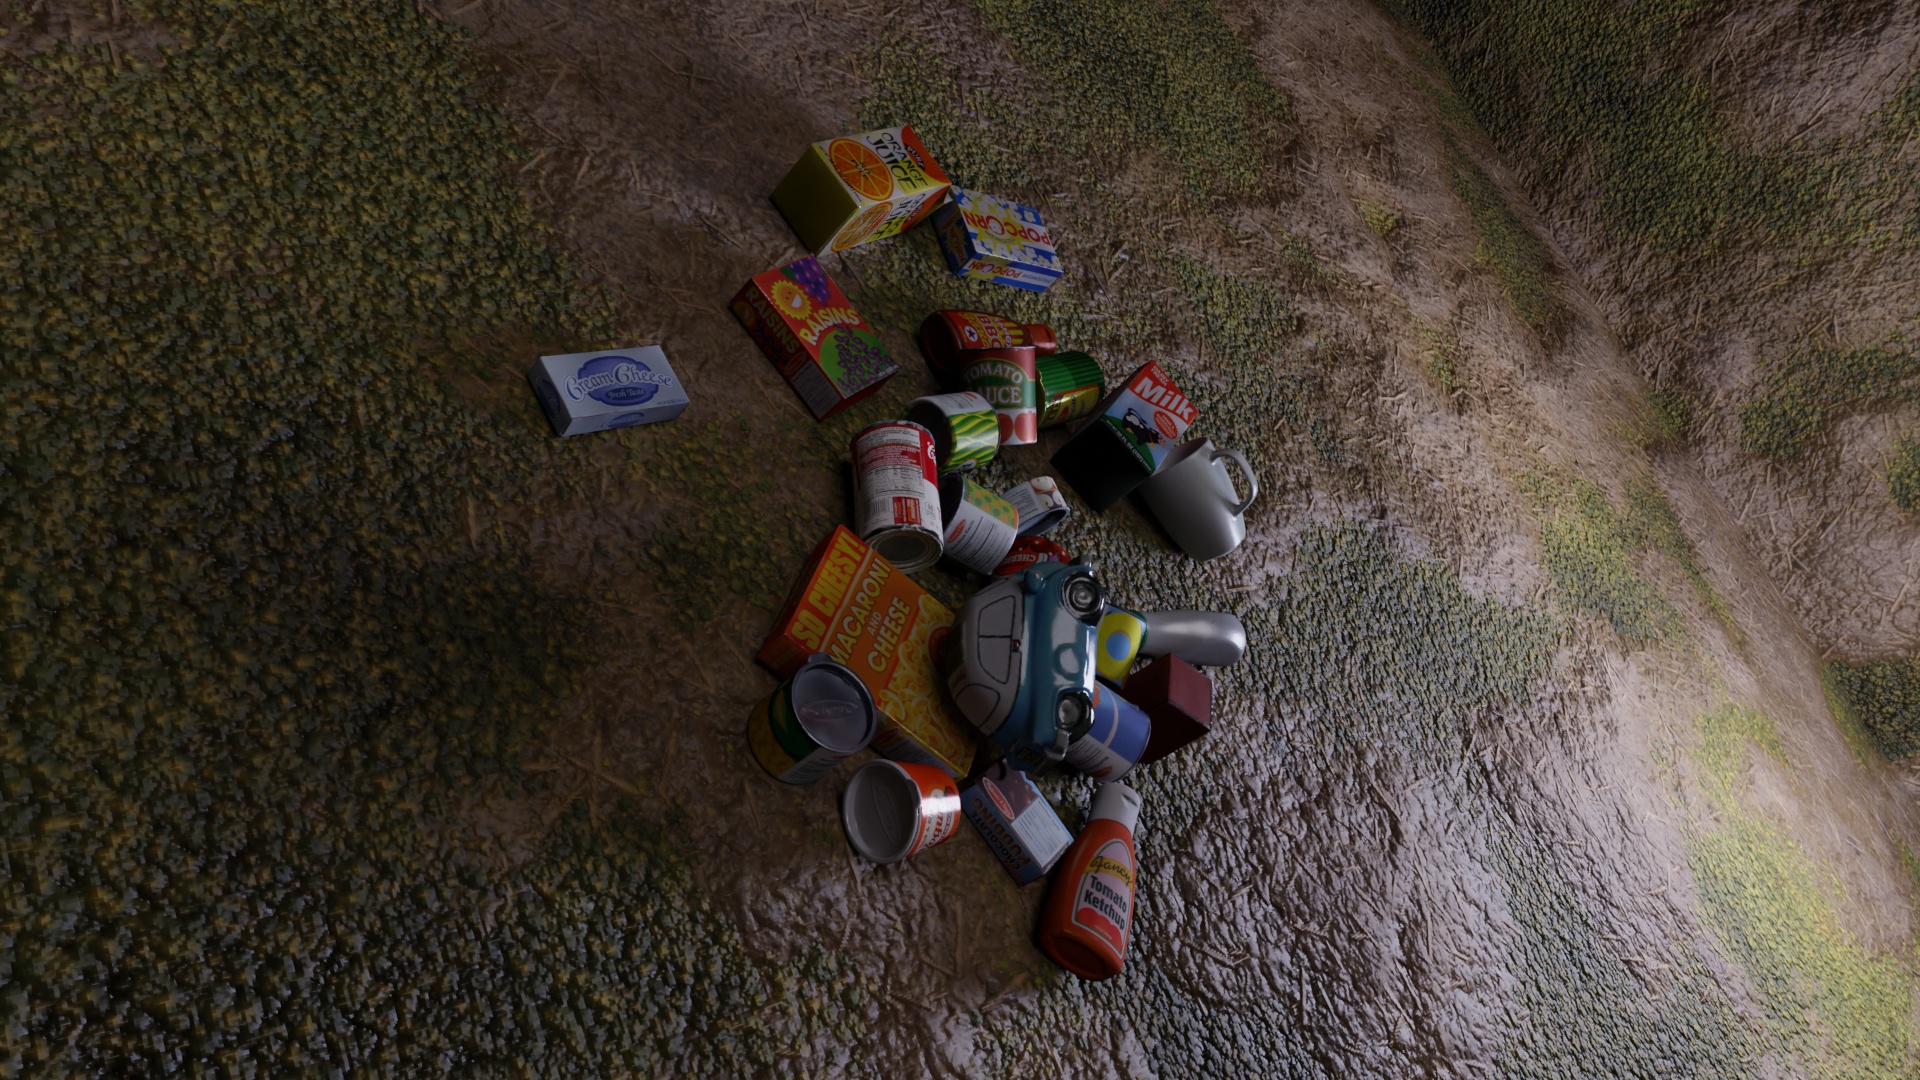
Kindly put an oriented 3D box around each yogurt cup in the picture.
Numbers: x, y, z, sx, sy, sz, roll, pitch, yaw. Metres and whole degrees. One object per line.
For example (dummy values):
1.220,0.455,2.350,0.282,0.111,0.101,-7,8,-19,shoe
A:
-0.037,0.179,0.926,0.054,0.072,0.072,6,56,-51,yogurt cup

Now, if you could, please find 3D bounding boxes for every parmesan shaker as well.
0.082,-0.139,1.280,0.103,0.071,0.071,-20,75,-50,parmesan shaker

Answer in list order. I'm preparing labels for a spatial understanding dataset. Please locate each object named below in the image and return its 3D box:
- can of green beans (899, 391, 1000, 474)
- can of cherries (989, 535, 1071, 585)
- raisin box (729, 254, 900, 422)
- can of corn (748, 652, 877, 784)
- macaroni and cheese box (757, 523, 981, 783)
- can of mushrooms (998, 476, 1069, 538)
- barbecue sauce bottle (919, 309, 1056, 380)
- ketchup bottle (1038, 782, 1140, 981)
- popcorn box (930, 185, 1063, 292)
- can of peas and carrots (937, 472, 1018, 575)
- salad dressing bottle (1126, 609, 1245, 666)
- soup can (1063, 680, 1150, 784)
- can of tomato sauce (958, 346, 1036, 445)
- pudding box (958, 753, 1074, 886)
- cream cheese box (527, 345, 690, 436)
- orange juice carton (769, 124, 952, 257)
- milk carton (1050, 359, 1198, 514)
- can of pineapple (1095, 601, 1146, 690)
-0.010,-0.089,1.158,0.058,0.071,0.071,-13,70,-47,can of green beans
0.055,0.037,1.120,0.071,0.071,0.059,35,42,-19,can of cherries
-0.118,-0.167,1.136,0.123,0.040,0.086,53,40,0,raisin box
-0.099,0.118,0.917,0.071,0.058,0.071,25,46,-29,can of corn
-0.053,0.085,1.001,0.166,0.040,0.124,40,40,-15,macaroni and cheese box
0.056,-0.024,1.172,0.071,0.070,0.033,-12,69,-48,can of mushrooms
0.030,-0.182,1.287,0.149,0.043,0.065,-10,73,-48,barbecue sauce bottle
0.101,0.245,1.023,0.064,0.043,0.150,40,40,-15,ketchup bottle
0.036,-0.300,1.389,0.127,0.038,0.085,2,59,-43,popcorn box
0.004,-0.014,1.114,0.058,0.070,0.071,29,44,-26,can of peas and carrots
0.181,0.083,1.216,0.148,0.064,0.044,8,61,-31,salad dressing bottle
0.096,0.139,1.081,0.083,0.071,0.072,35,42,-19,soup can
0.032,-0.125,1.200,0.071,0.071,0.083,-8,99,-47,can of tomato sauce
0.040,0.201,1.008,0.084,0.030,0.050,54,40,3,pudding box
-0.247,-0.107,0.977,0.104,0.024,0.053,-17,72,-49,cream cheese box
-0.077,-0.325,1.271,0.072,0.072,0.193,53,39,3,orange juice carton
0.167,-0.110,1.339,0.072,0.073,0.191,47,39,-5,milk carton
0.112,0.084,1.126,0.071,0.071,0.058,28,77,-26,can of pineapple
